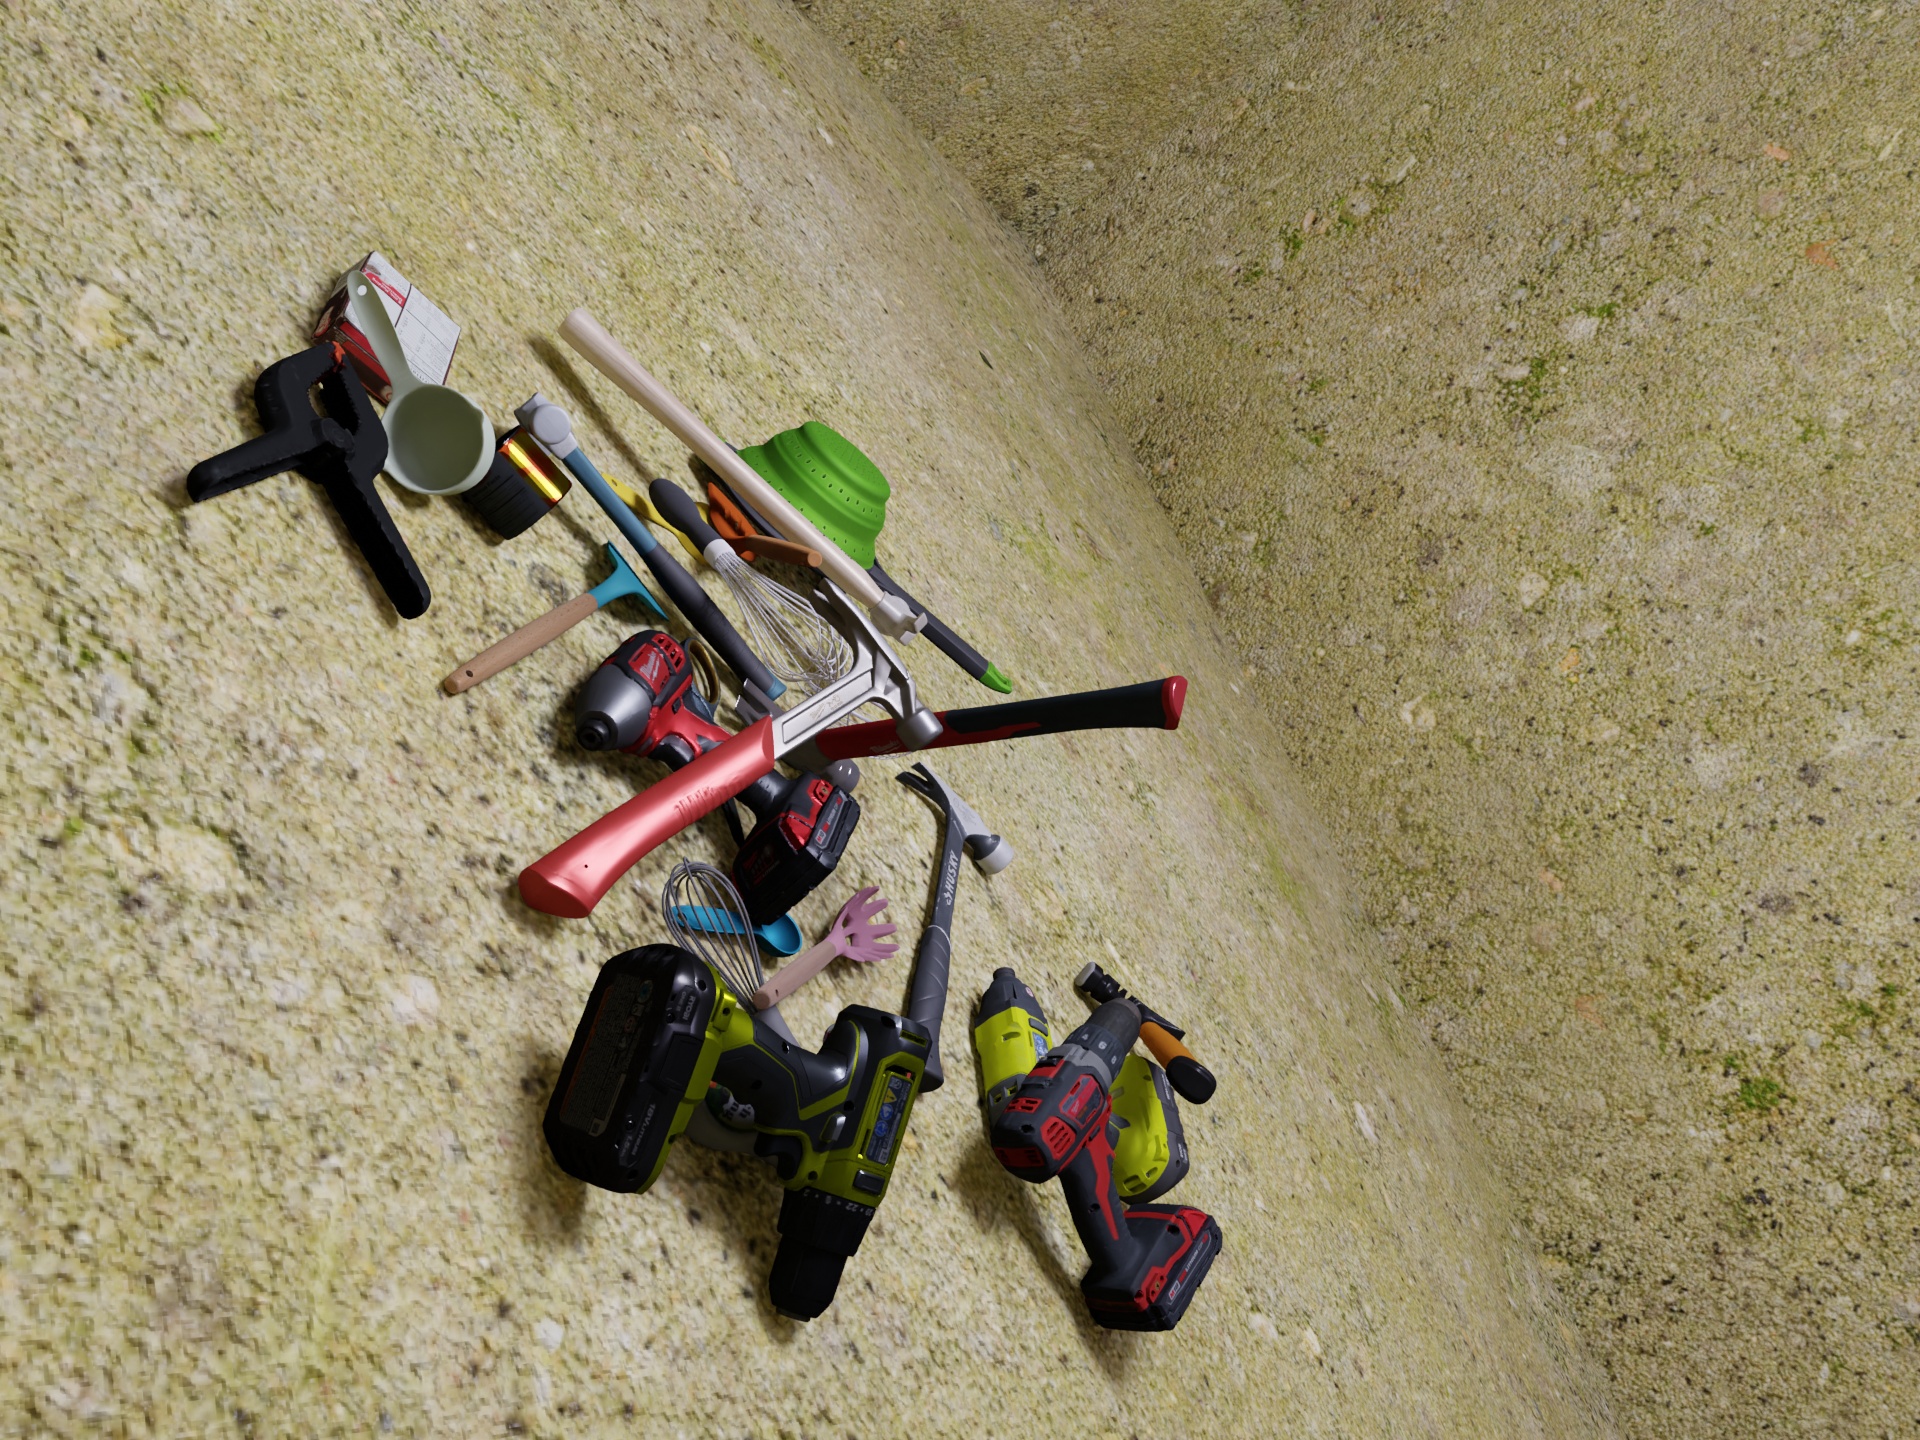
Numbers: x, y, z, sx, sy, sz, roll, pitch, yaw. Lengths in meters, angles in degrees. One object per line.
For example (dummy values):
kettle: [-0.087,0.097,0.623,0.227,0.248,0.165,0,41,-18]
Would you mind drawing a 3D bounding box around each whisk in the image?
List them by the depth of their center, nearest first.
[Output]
whisk: [-0.136,0.200,1.092,0.239,0.055,0.055,62,20,-5]
whisk: [-0.182,-0.117,1.313,0.285,0.070,0.070,46,12,31]

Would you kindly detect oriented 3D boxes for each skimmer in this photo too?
skimmer: [-0.100,-0.091,1.542,0.127,0.090,0.364,33,29,-29]

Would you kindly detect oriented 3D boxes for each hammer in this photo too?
hammer: [-0.163,0.024,1.099,0.149,0.036,0.359,52,45,3]
hammer: [-0.002,-0.004,1.251,0.143,0.386,0.038,45,50,-39]
hammer: [-0.247,-0.131,1.299,0.330,0.033,0.128,53,-8,-29]
hammer: [-0.020,0.180,1.409,0.149,0.036,0.409,49,22,-19]
hammer: [-0.191,-0.214,1.416,0.410,0.038,0.146,42,-1,-12]
hammer: [0.188,0.303,1.486,0.127,0.034,0.337,39,-2,-5]

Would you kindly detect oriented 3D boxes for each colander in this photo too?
colander: [-0.076,-0.179,1.597,0.397,0.094,0.205,39,17,-12]

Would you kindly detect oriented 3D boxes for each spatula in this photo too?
spatula: [-0.294,-0.072,1.176,0.082,0.044,0.317,54,25,-8]
spatula: [-0.164,-0.156,1.354,0.081,0.041,0.323,48,-9,-22]

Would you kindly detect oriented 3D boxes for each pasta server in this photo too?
pasta server: [-0.097,0.171,1.163,0.316,0.040,0.060,-10,81,-82]

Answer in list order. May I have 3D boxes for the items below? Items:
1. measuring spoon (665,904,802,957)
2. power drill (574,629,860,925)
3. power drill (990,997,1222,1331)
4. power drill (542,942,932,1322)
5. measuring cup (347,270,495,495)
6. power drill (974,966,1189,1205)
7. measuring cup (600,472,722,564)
measuring spoon: [-0.168,0.152,1.150,0.128,0.021,0.042,17,40,-47]
power drill: [-0.185,0.038,1.163,0.219,0.078,0.143,44,24,-10]
power drill: [0.128,0.358,1.297,0.188,0.080,0.226,-42,110,-45]
power drill: [-0.126,0.244,0.945,0.228,0.080,0.191,33,69,-40]
measuring cup: [-0.383,-0.236,1.114,0.038,0.083,0.167,-21,86,-85]
power drill: [0.102,0.326,1.417,0.223,0.080,0.171,38,28,-35]
measuring cup: [-0.258,-0.188,1.409,0.156,0.029,0.062,32,32,-54]
